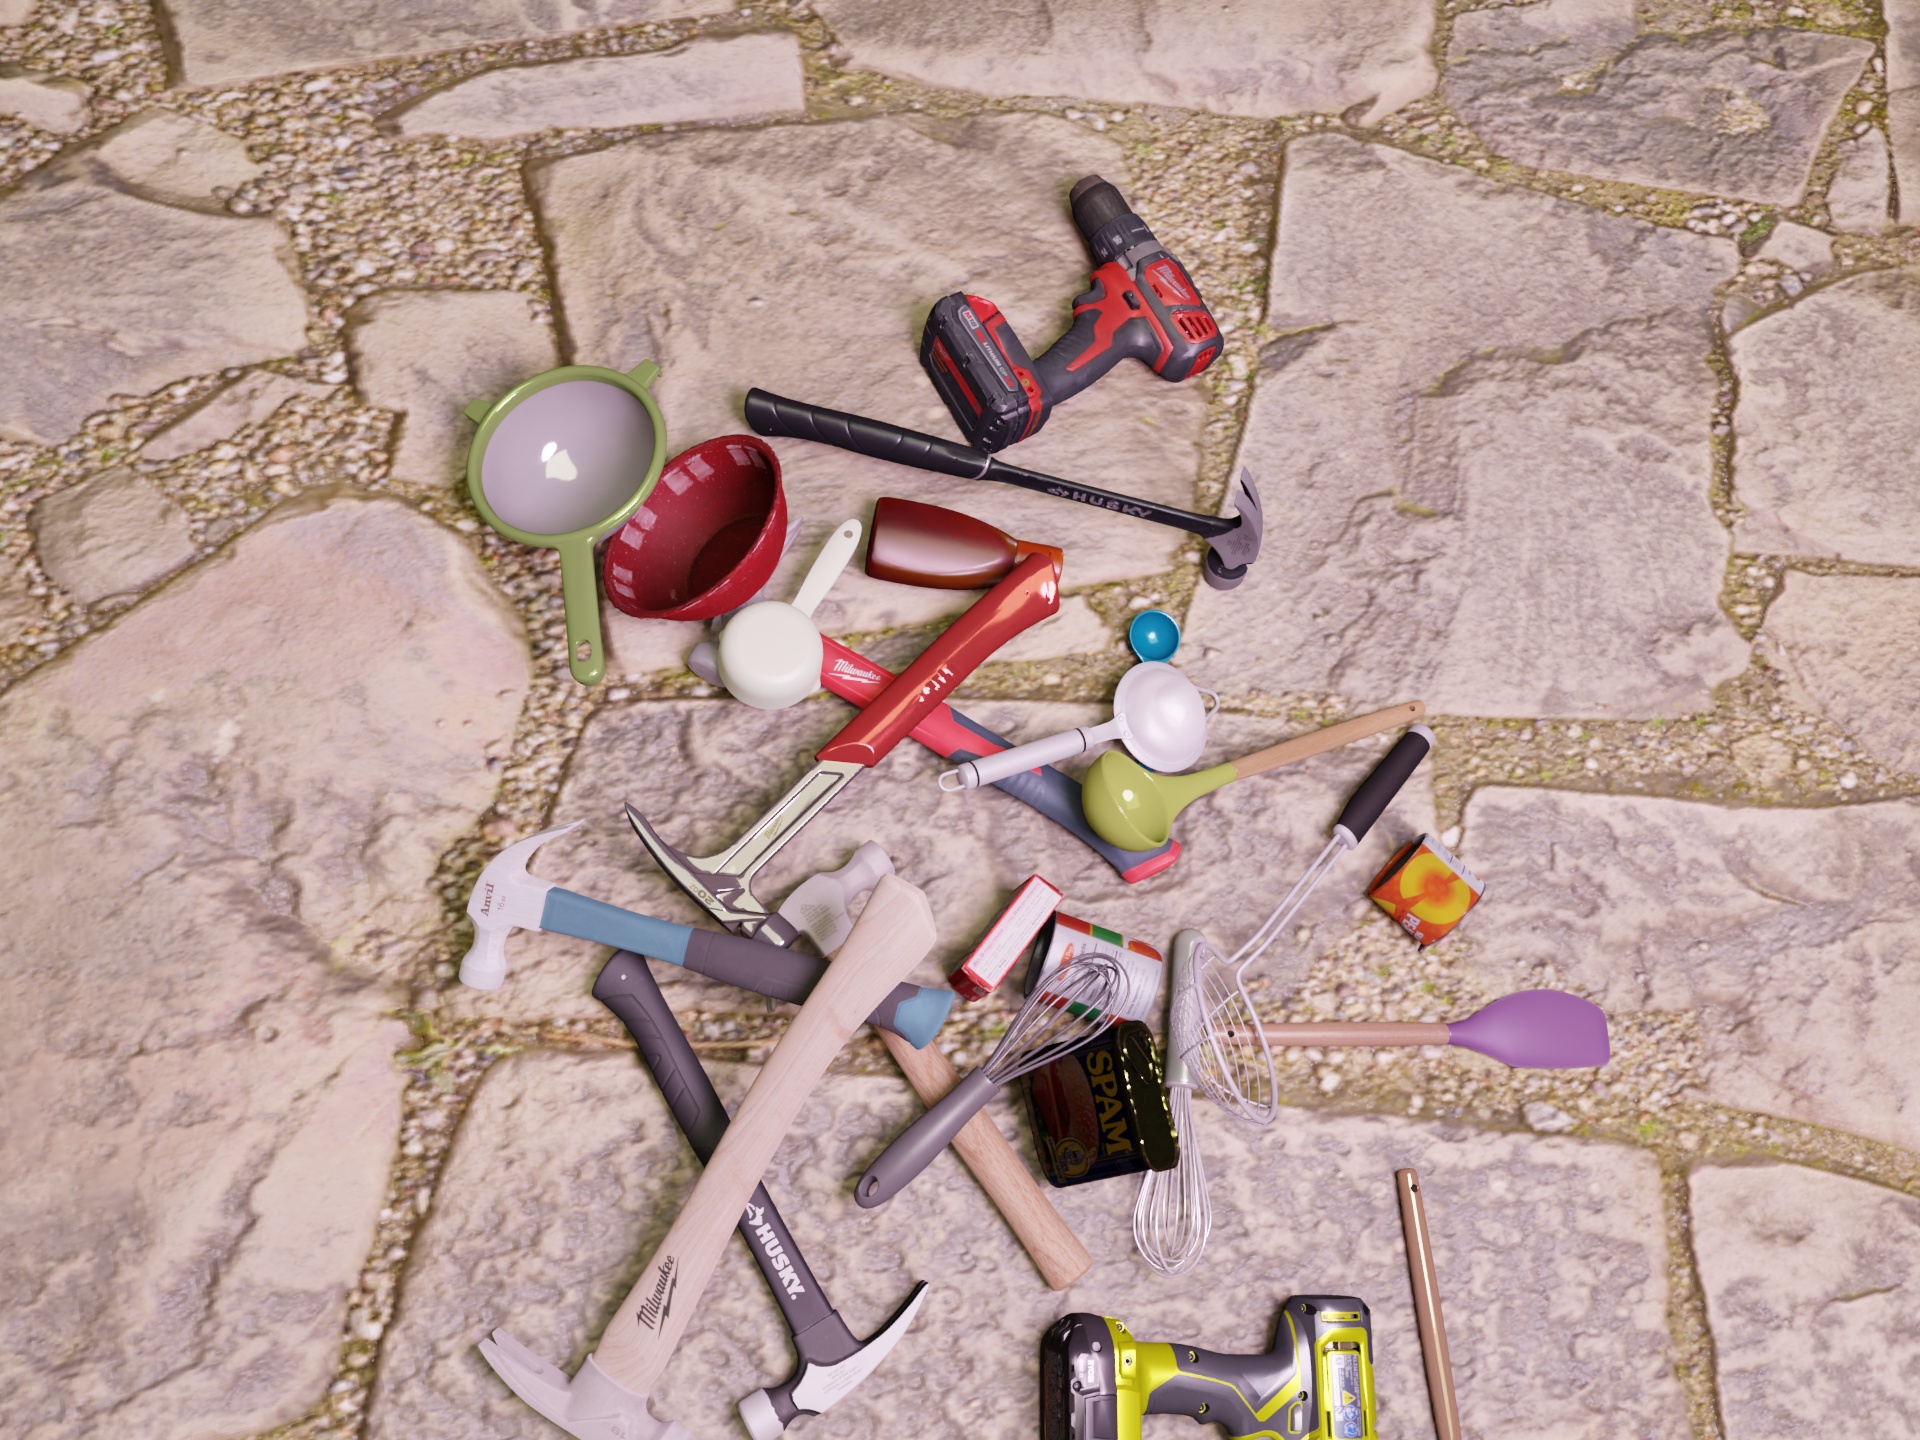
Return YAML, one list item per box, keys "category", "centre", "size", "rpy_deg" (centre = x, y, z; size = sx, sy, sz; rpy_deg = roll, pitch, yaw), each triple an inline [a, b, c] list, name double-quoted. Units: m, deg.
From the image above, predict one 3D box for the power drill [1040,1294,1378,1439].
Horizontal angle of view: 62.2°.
- category: "power drill"
  centre: [0.170, 0.476, 1.060]
  size: [0.223, 0.080, 0.171]
  rpy_deg: [4, 73, -11]

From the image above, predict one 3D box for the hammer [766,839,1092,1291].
- category: "hammer"
  centre: [-0.020, 0.252, 1.111]
  size: [0.130, 0.031, 0.331]
  rpy_deg: [-34, 84, -18]

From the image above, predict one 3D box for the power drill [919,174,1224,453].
- category: "power drill"
  centre: [0.080, -0.331, 1.280]
  size: [0.226, 0.080, 0.188]
  rpy_deg: [-27, 80, -18]

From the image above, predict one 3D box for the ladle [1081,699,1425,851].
- category: "ladle"
  centre: [0.229, 0.026, 1.187]
  size: [0.320, 0.062, 0.078]
  rpy_deg: [-17, 71, -24]

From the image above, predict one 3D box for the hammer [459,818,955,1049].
- category: "hammer"
  centre: [-0.167, 0.156, 1.057]
  size: [0.331, 0.033, 0.128]
  rpy_deg: [15, 100, 5]

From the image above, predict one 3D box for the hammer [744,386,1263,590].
- category: "hammer"
  centre: [0.033, -0.190, 1.214]
  size: [0.409, 0.149, 0.036]
  rpy_deg: [15, 72, 3]

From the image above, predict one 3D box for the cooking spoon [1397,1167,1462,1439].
- category: "cooking spoon"
  centre: [0.339, 0.479, 1.114]
  size: [0.068, 0.017, 0.319]
  rpy_deg: [-3, 75, -10]

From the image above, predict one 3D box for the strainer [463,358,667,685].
- category: "strainer"
  centre: [-0.273, -0.135, 1.158]
  size: [0.151, 0.069, 0.257]
  rpy_deg: [-12, 68, 4]

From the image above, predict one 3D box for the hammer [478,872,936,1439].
- category: "hammer"
  centre: [-0.148, 0.275, 1.017]
  size: [0.146, 0.038, 0.410]
  rpy_deg: [31, 92, 6]

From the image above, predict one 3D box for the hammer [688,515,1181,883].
- category: "hammer"
  centre: [-0.002, -0.004, 1.191]
  size: [0.386, 0.038, 0.143]
  rpy_deg: [30, 70, 1]

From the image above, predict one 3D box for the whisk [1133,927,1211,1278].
- category: "whisk"
  centre: [0.157, 0.268, 1.133]
  size: [0.057, 0.059, 0.246]
  rpy_deg: [27, 61, -41]

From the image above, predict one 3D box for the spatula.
- category: "spatula"
  centre: [0.337, 0.231, 1.185]
  size: [0.316, 0.018, 0.060]
  rpy_deg: [1, 73, -10]

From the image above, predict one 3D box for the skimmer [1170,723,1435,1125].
- category: "skimmer"
  centre: [0.268, 0.129, 1.149]
  size: [0.363, 0.090, 0.127]
  rpy_deg: [-46, 116, -26]

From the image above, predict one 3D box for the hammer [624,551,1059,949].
- category: "hammer"
  centre: [-0.064, -0.002, 1.140]
  size: [0.149, 0.036, 0.359]
  rpy_deg: [43, 72, 5]

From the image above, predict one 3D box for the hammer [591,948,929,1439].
- category: "hammer"
  centre: [-0.153, 0.300, 1.082]
  size: [0.146, 0.035, 0.335]
  rpy_deg: [-28, 80, -15]

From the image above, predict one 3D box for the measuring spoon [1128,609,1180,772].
- category: "measuring spoon"
  centre: [0.145, -0.022, 1.233]
  size: [0.042, 0.021, 0.129]
  rpy_deg: [6, 82, -12]

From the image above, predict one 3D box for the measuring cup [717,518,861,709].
- category: "measuring cup"
  centre: [-0.115, -0.086, 1.157]
  size: [0.083, 0.038, 0.168]
  rpy_deg: [30, 71, 1]

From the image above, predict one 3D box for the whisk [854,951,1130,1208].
- category: "whisk"
  centre: [0.020, 0.244, 1.071]
  size: [0.239, 0.055, 0.055]
  rpy_deg: [-43, 84, -3]

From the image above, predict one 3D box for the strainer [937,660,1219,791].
- category: "strainer"
  centre: [0.098, 0.013, 1.169]
  size: [0.258, 0.050, 0.087]
  rpy_deg: [-17, 84, -24]
